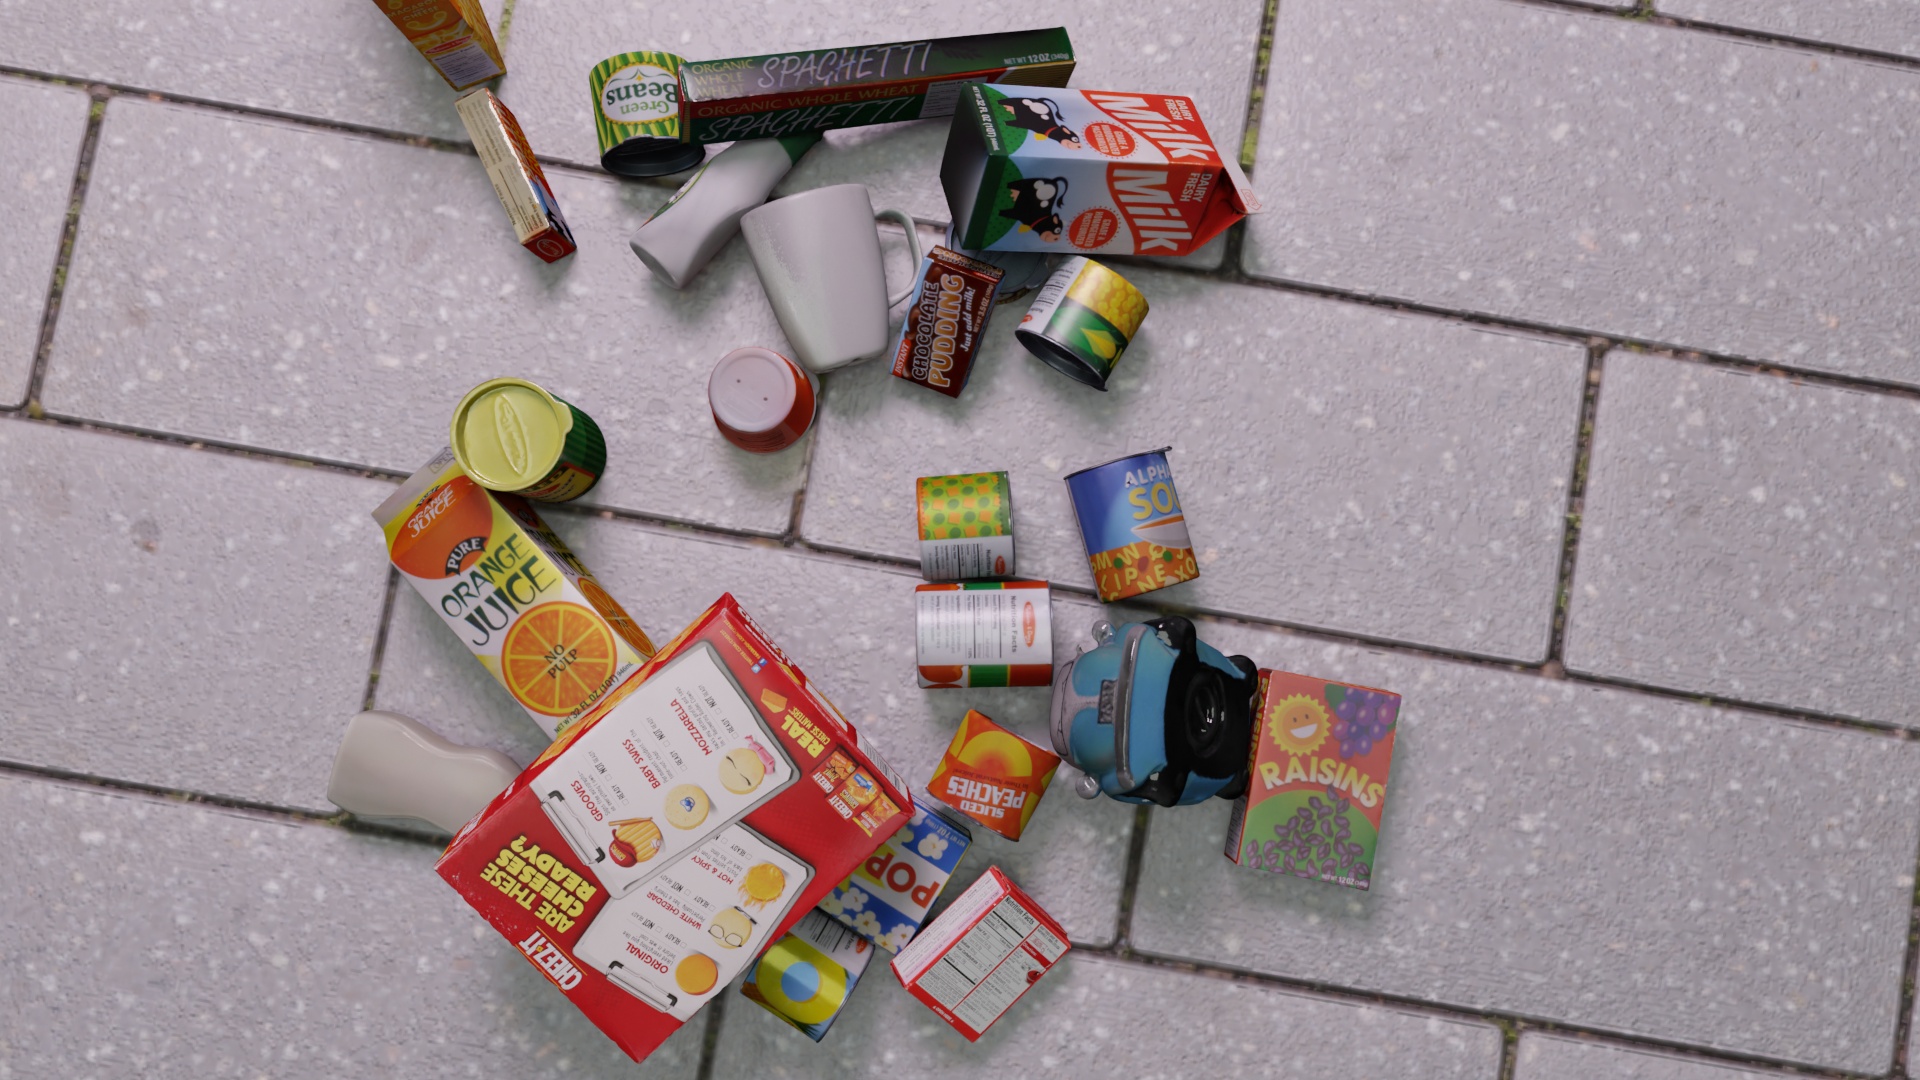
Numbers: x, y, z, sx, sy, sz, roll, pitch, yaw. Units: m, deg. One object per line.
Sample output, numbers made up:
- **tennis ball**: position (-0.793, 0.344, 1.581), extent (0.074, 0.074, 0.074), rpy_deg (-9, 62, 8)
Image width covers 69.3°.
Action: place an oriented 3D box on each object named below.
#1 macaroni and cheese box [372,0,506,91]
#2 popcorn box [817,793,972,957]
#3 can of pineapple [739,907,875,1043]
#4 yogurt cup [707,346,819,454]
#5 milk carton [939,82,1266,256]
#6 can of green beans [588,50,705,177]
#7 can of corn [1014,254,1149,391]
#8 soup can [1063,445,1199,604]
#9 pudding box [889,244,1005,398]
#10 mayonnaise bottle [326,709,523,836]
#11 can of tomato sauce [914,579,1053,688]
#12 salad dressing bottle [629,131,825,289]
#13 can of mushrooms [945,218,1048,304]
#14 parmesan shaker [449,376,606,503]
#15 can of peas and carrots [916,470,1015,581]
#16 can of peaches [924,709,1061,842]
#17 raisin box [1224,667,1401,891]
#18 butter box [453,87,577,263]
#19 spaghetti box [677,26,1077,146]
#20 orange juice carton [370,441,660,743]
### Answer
- **macaroni and cheese box**: position (-0.339, -0.362, 0.837), extent (0.040, 0.166, 0.123), rpy_deg (-23, 87, -1)
- **popcorn box**: position (-0.067, 0.187, 0.864), extent (0.127, 0.038, 0.085), rpy_deg (32, 88, 2)
- **can of pineapple**: position (-0.094, 0.262, 0.844), extent (0.058, 0.071, 0.071), rpy_deg (32, 86, 2)
- **yogurt cup**: position (-0.127, -0.091, 0.876), extent (0.072, 0.054, 0.072), rpy_deg (0, 86, 0)
- **milk carton**: position (0.091, -0.226, 0.854), extent (0.191, 0.073, 0.072), rpy_deg (-3, 53, -18)
- **can of green beans**: position (-0.199, -0.270, 0.882), extent (0.071, 0.071, 0.058), rpy_deg (-9, 86, -1)
- **can of corn**: position (0.079, -0.137, 0.877), extent (0.071, 0.071, 0.058), rpy_deg (32, 86, 1)
- **soup can**: position (0.109, -0.009, 0.865), extent (0.071, 0.071, 0.084), rpy_deg (-16, 87, -2)
- **pudding box**: position (-0.009, -0.137, 0.874), extent (0.050, 0.030, 0.083), rpy_deg (22, 120, 3)
- **mayonnaise bottle**: position (-0.310, 0.154, 0.863), extent (0.148, 0.041, 0.065), rpy_deg (17, 87, -1)
- **can of tomato sauce**: position (0.014, 0.059, 0.862), extent (0.083, 0.071, 0.071), rpy_deg (-2, 86, 0)
- **salad dressing bottle**: position (-0.145, -0.226, 0.885), extent (0.044, 0.064, 0.148), rpy_deg (43, 78, -10)
- **can of mushrooms**: position (0.025, -0.186, 0.895), extent (0.071, 0.033, 0.071), rpy_deg (0, 85, -1)
- **parmesan shaker**: position (-0.257, -0.059, 0.847), extent (0.071, 0.103, 0.071), rpy_deg (0, 87, 0)
- **can of peas and carrots**: position (0.003, -0.011, 0.867), extent (0.059, 0.071, 0.071), rpy_deg (-4, 86, 0)
- **can of peaches**: position (0.021, 0.144, 0.852), extent (0.071, 0.071, 0.058), rpy_deg (29, 85, 1)
- **raisin box**: position (0.221, 0.148, 0.871), extent (0.086, 0.040, 0.123), rpy_deg (11, 87, 1)
- **butter box**: position (-0.283, -0.232, 0.885), extent (0.024, 0.053, 0.103), rpy_deg (-26, 86, 1)
- **spaghetti box**: position (-0.052, -0.283, 0.864), extent (0.251, 0.050, 0.029), rpy_deg (-11, 77, -15)
- **orange juice carton**: position (-0.275, 0.030, 0.855), extent (0.072, 0.073, 0.193), rpy_deg (-43, 87, -2)
